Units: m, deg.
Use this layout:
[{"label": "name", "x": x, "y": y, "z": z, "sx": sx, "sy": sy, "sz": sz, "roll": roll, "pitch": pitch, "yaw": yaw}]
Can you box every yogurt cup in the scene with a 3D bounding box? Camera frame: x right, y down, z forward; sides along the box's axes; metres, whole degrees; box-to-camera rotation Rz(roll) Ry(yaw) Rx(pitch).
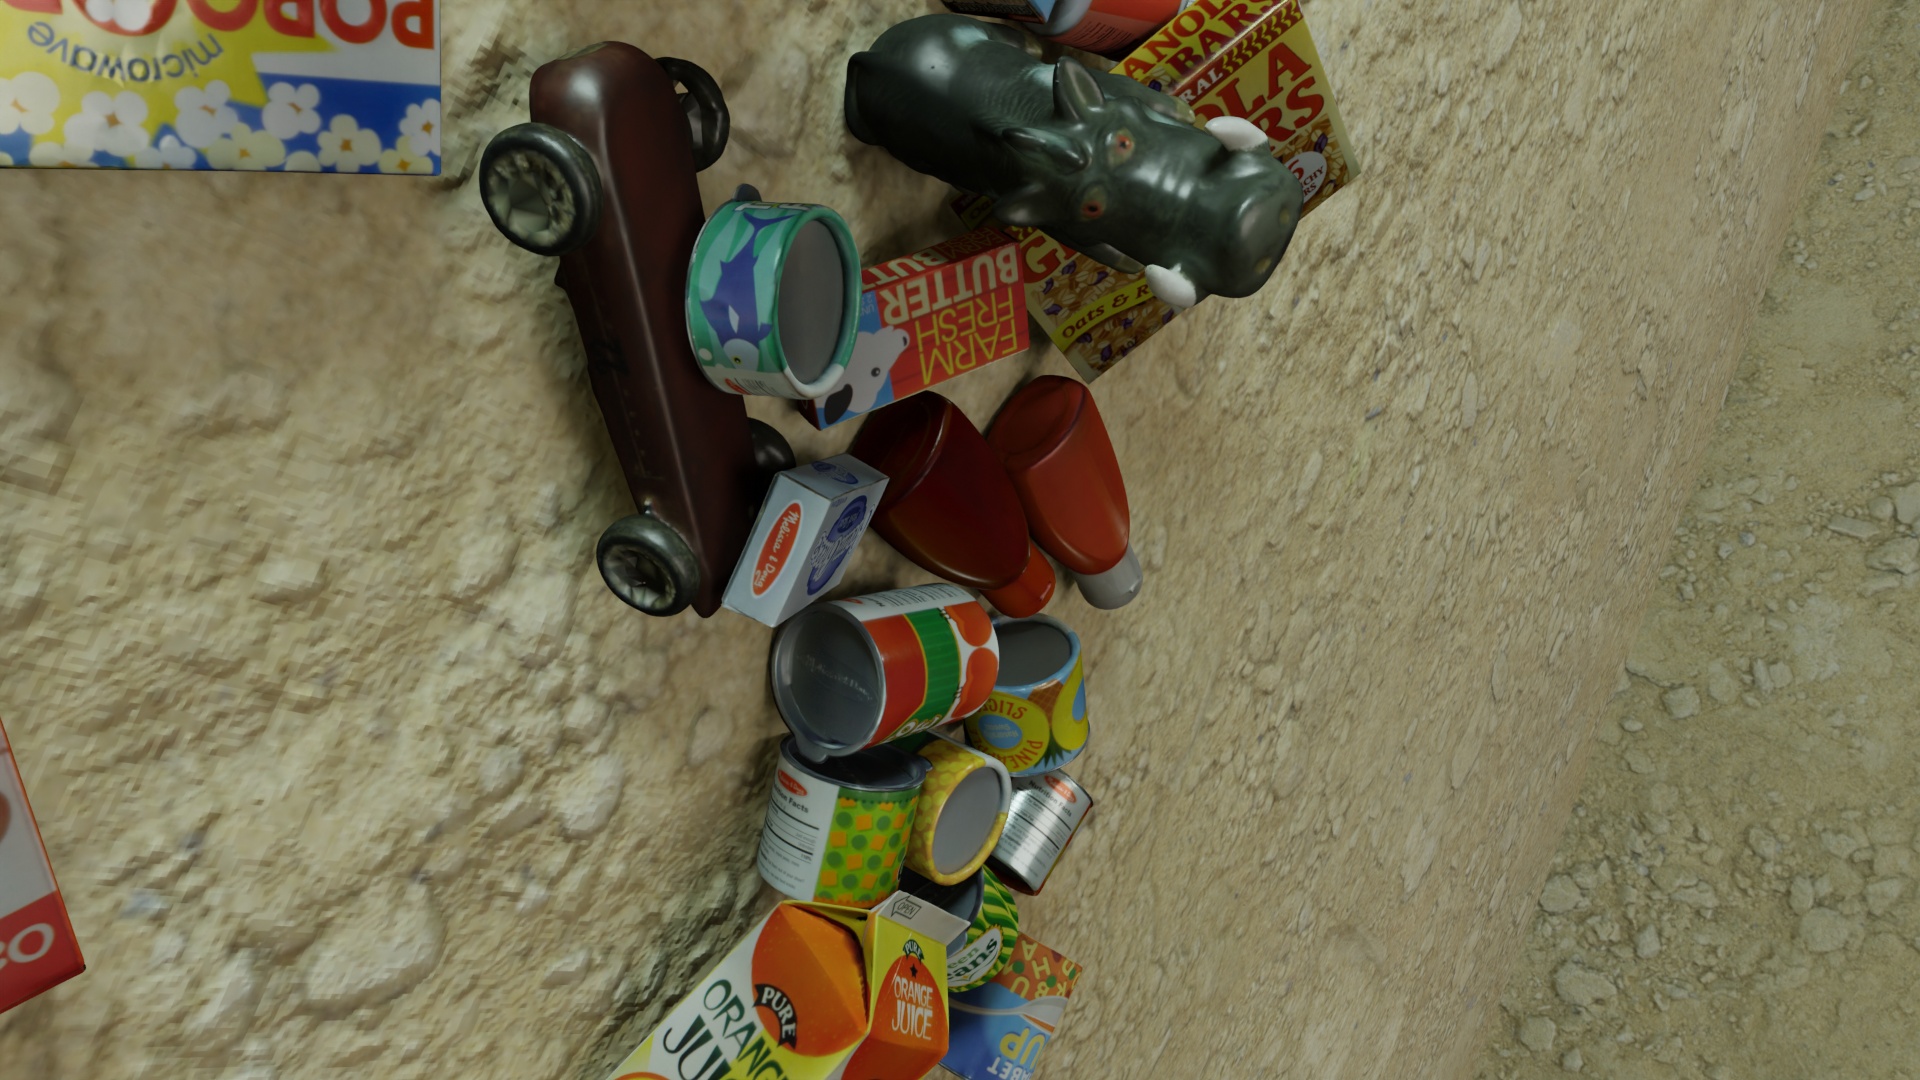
[{"label": "yogurt cup", "x": 0.058, "y": -0.244, "z": 0.600, "sx": 0.054, "sy": 0.072, "sz": 0.072, "roll": -13, "pitch": 116, "yaw": -41}]

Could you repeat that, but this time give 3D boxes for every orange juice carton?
[{"label": "orange juice carton", "x": -0.077, "y": 0.221, "z": 0.580, "sx": 0.192, "sy": 0.073, "sz": 0.071, "roll": -46, "pitch": 143, "yaw": 0}]

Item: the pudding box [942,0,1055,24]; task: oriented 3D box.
[{"label": "pudding box", "x": 0.024, "y": -0.255, "z": 0.560, "sx": 0.030, "sy": 0.050, "sz": 0.083, "roll": 24, "pitch": 86, "yaw": -56}]

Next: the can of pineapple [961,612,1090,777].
[{"label": "can of pineapple", "x": 0.031, "y": 0.079, "z": 0.713, "sx": 0.071, "sy": 0.071, "sz": 0.057, "roll": -38, "pitch": 133, "yaw": -37}]

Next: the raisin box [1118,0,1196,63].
[{"label": "raisin box", "x": 0.112, "y": -0.220, "z": 0.705, "sx": 0.086, "sy": 0.040, "sz": 0.123, "roll": 32, "pitch": 79, "yaw": -55}]

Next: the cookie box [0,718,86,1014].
[{"label": "cookie box", "x": -0.284, "y": 0.056, "z": 0.302, "sx": 0.123, "sy": 0.040, "sz": 0.166, "roll": -27, "pitch": 127, "yaw": -44}]

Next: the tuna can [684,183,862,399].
[{"label": "tuna can", "x": -0.061, "y": -0.083, "z": 0.467, "sx": 0.071, "sy": 0.033, "sz": 0.071, "roll": 7, "pitch": 91, "yaw": -69}]

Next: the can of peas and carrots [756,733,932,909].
[{"label": "can of peas and carrots", "x": -0.052, "y": 0.124, "z": 0.623, "sx": 0.071, "sy": 0.071, "sz": 0.058, "roll": -1, "pitch": 108, "yaw": -53}]

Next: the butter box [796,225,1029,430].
[{"label": "butter box", "x": -0.022, "y": -0.088, "z": 0.572, "sx": 0.104, "sy": 0.024, "sz": 0.052, "roll": -24, "pitch": 128, "yaw": -21}]

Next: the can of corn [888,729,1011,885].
[{"label": "can of corn", "x": -0.018, "y": 0.129, "z": 0.678, "sx": 0.071, "sy": 0.058, "sz": 0.070, "roll": -27, "pitch": 126, "yaw": -44}]

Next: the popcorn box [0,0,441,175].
[{"label": "popcorn box", "x": -0.192, "y": -0.134, "z": 0.337, "sx": 0.127, "sy": 0.038, "sz": 0.085, "roll": -16, "pitch": 119, "yaw": -49}]

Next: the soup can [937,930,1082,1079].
[{"label": "soup can", "x": 0.025, "y": 0.267, "z": 0.791, "sx": 0.084, "sy": 0.071, "sz": 0.071, "roll": -61, "pitch": 144, "yaw": -13}]

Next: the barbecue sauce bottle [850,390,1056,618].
[{"label": "barbecue sauce bottle", "x": 0.002, "y": -0.008, "z": 0.654, "sx": 0.065, "sy": 0.044, "sz": 0.148, "roll": -60, "pitch": 144, "yaw": -12}]

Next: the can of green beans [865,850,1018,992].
[{"label": "can of green beans", "x": -0.009, "y": 0.191, "z": 0.713, "sx": 0.071, "sy": 0.071, "sz": 0.057, "roll": -56, "pitch": 143, "yaw": -20}]

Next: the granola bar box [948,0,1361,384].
[{"label": "granola bar box", "x": 0.092, "y": -0.163, "z": 0.638, "sx": 0.165, "sy": 0.039, "sz": 0.124, "roll": -38, "pitch": 144, "yaw": 8}]

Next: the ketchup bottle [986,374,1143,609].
[{"label": "ketchup bottle", "x": 0.061, "y": -0.017, "z": 0.728, "sx": 0.065, "sy": 0.043, "sz": 0.148, "roll": -54, "pitch": 142, "yaw": -20}]

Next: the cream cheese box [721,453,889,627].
[{"label": "cream cheese box", "x": -0.058, "y": -0.003, "z": 0.537, "sx": 0.053, "sy": 0.024, "sz": 0.104, "roll": -64, "pitch": 176, "yaw": 10}]

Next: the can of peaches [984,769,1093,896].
[{"label": "can of peaches", "x": 0.028, "y": 0.148, "z": 0.746, "sx": 0.058, "sy": 0.071, "sz": 0.071, "roll": -56, "pitch": 142, "yaw": -20}]

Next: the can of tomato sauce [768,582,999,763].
[{"label": "can of tomato sauce", "x": -0.032, "y": 0.057, "z": 0.618, "sx": 0.083, "sy": 0.071, "sz": 0.071, "roll": -8, "pitch": 112, "yaw": -53}]
